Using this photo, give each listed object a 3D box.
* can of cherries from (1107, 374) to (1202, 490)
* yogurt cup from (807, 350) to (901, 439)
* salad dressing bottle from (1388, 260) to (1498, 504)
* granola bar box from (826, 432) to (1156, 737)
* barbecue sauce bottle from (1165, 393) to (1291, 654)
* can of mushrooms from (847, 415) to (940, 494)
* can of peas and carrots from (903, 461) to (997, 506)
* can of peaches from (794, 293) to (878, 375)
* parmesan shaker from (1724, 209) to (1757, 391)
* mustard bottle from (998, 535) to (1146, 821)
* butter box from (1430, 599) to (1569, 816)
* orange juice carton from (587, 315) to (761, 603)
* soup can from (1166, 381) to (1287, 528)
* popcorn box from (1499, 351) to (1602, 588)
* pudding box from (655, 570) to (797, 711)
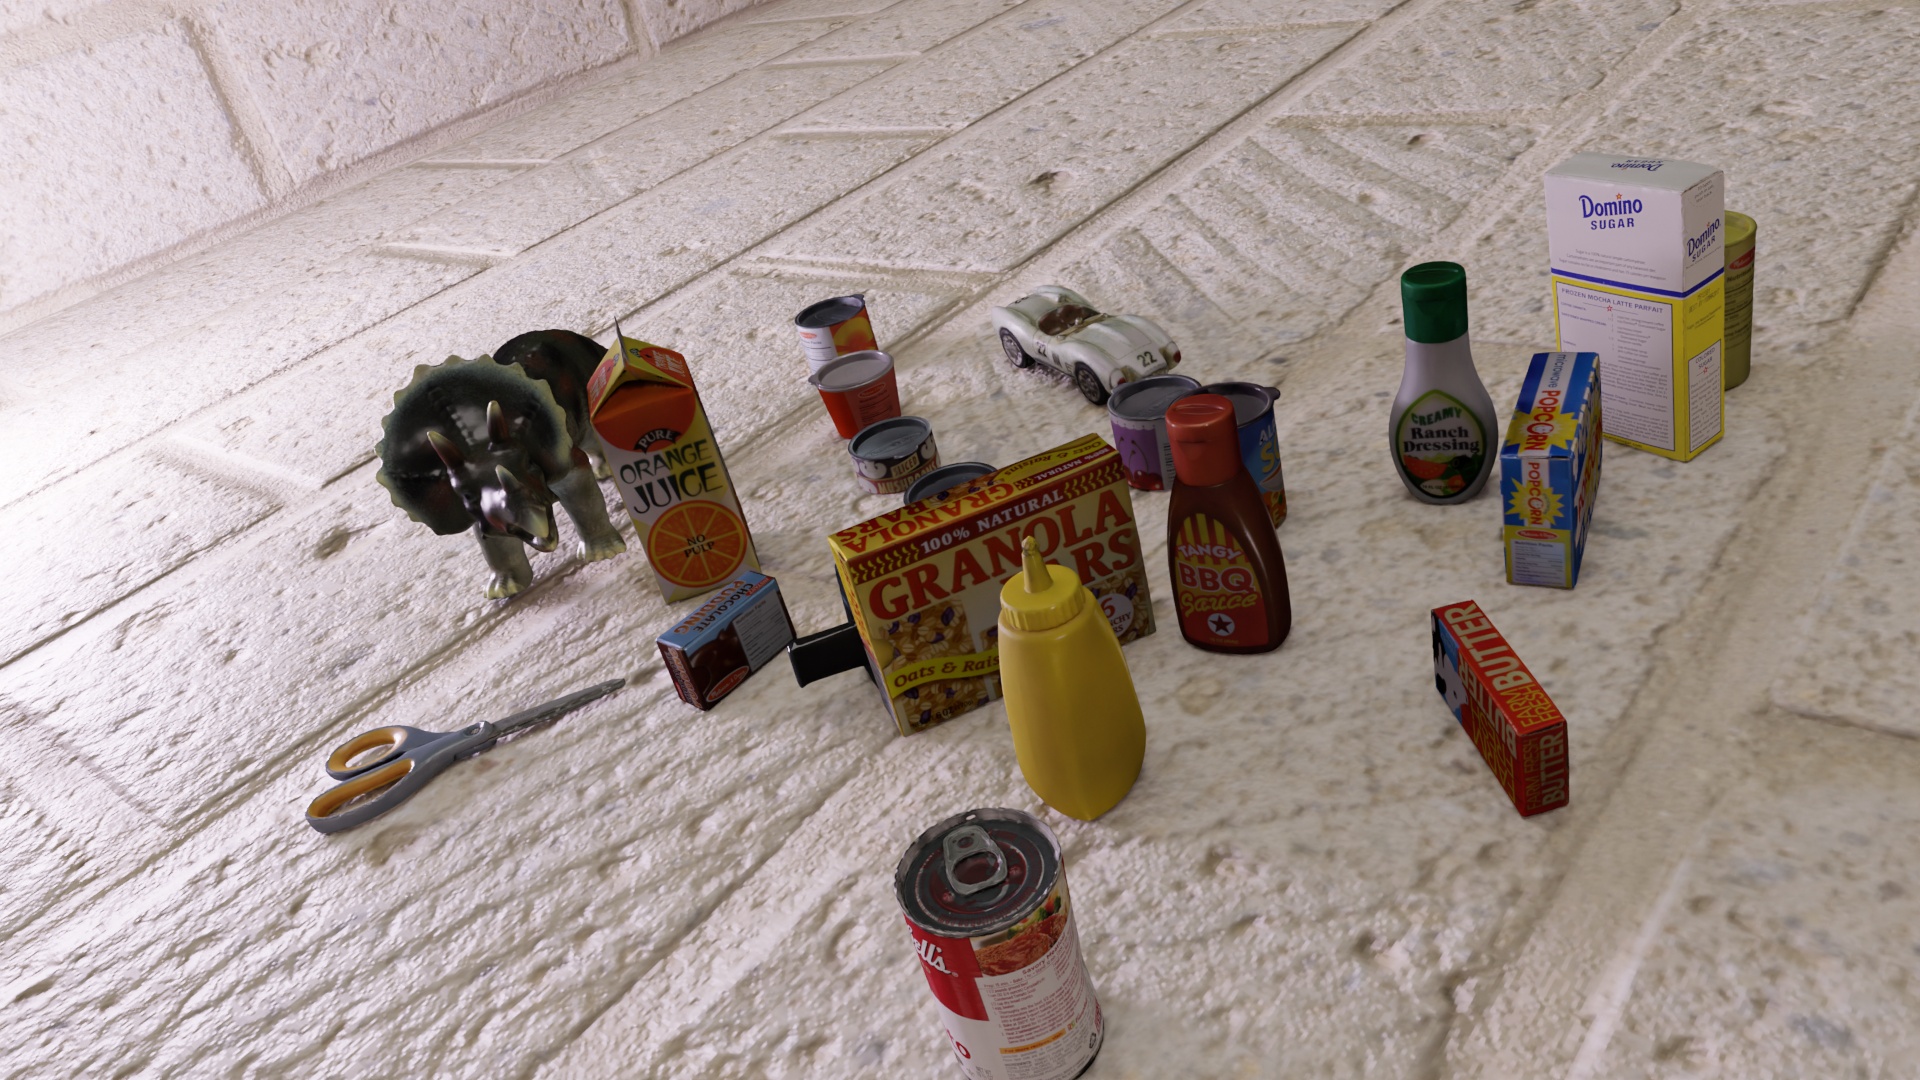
[{"bbox_3d":[0.139,-0.076,0.969,0.071,0.058,0.072,-12,30,7],"label":"can of cherries"},{"bbox_3d":[-0.082,-0.119,1.147,0.072,0.053,0.073,-12,30,7],"label":"yogurt cup"},{"bbox_3d":[0.290,-0.094,0.842,0.064,0.147,0.044,0,34,26],"label":"salad dressing bottle"},{"bbox_3d":[0.022,0.025,0.788,0.166,0.123,0.039,-22,30,-11],"label":"granola bar box"},{"bbox_3d":[0.142,-0.008,0.764,0.065,0.147,0.044,4,35,31],"label":"barbecue sauce bottle"},{"bbox_3d":[-0.049,-0.065,1.061,0.071,0.033,0.071,-11,30,7],"label":"can of mushrooms"},{"bbox_3d":[0.003,-0.012,0.924,0.071,0.058,0.071,-12,30,7],"label":"can of peas and carrots"},{"bbox_3d":[-0.109,-0.184,1.262,0.071,0.057,0.071,-12,30,7],"label":"can of peaches"},{"bbox_3d":[0.473,-0.152,0.898,0.071,0.102,0.071,-12,30,7],"label":"parmesan shaker"},{"bbox_3d":[0.050,0.062,0.680,0.049,0.159,0.065,15,42,42],"label":"mustard bottle"},{"bbox_3d":[0.256,0.078,0.664,0.024,0.053,0.104,-14,30,2],"label":"butter box"},{"bbox_3d":[-0.205,-0.060,0.967,0.073,0.191,0.072,-19,30,-6],"label":"orange juice carton"},{"bbox_3d":[0.174,-0.050,0.885,0.071,0.083,0.072,-12,30,7],"label":"soup can"},{"bbox_3d":[0.340,-0.043,0.796,0.038,0.085,0.127,4,35,30],"label":"popcorn box"},{"bbox_3d":[-0.147,0.062,0.879,0.030,0.049,0.084,13,40,39],"label":"pudding box"}]
